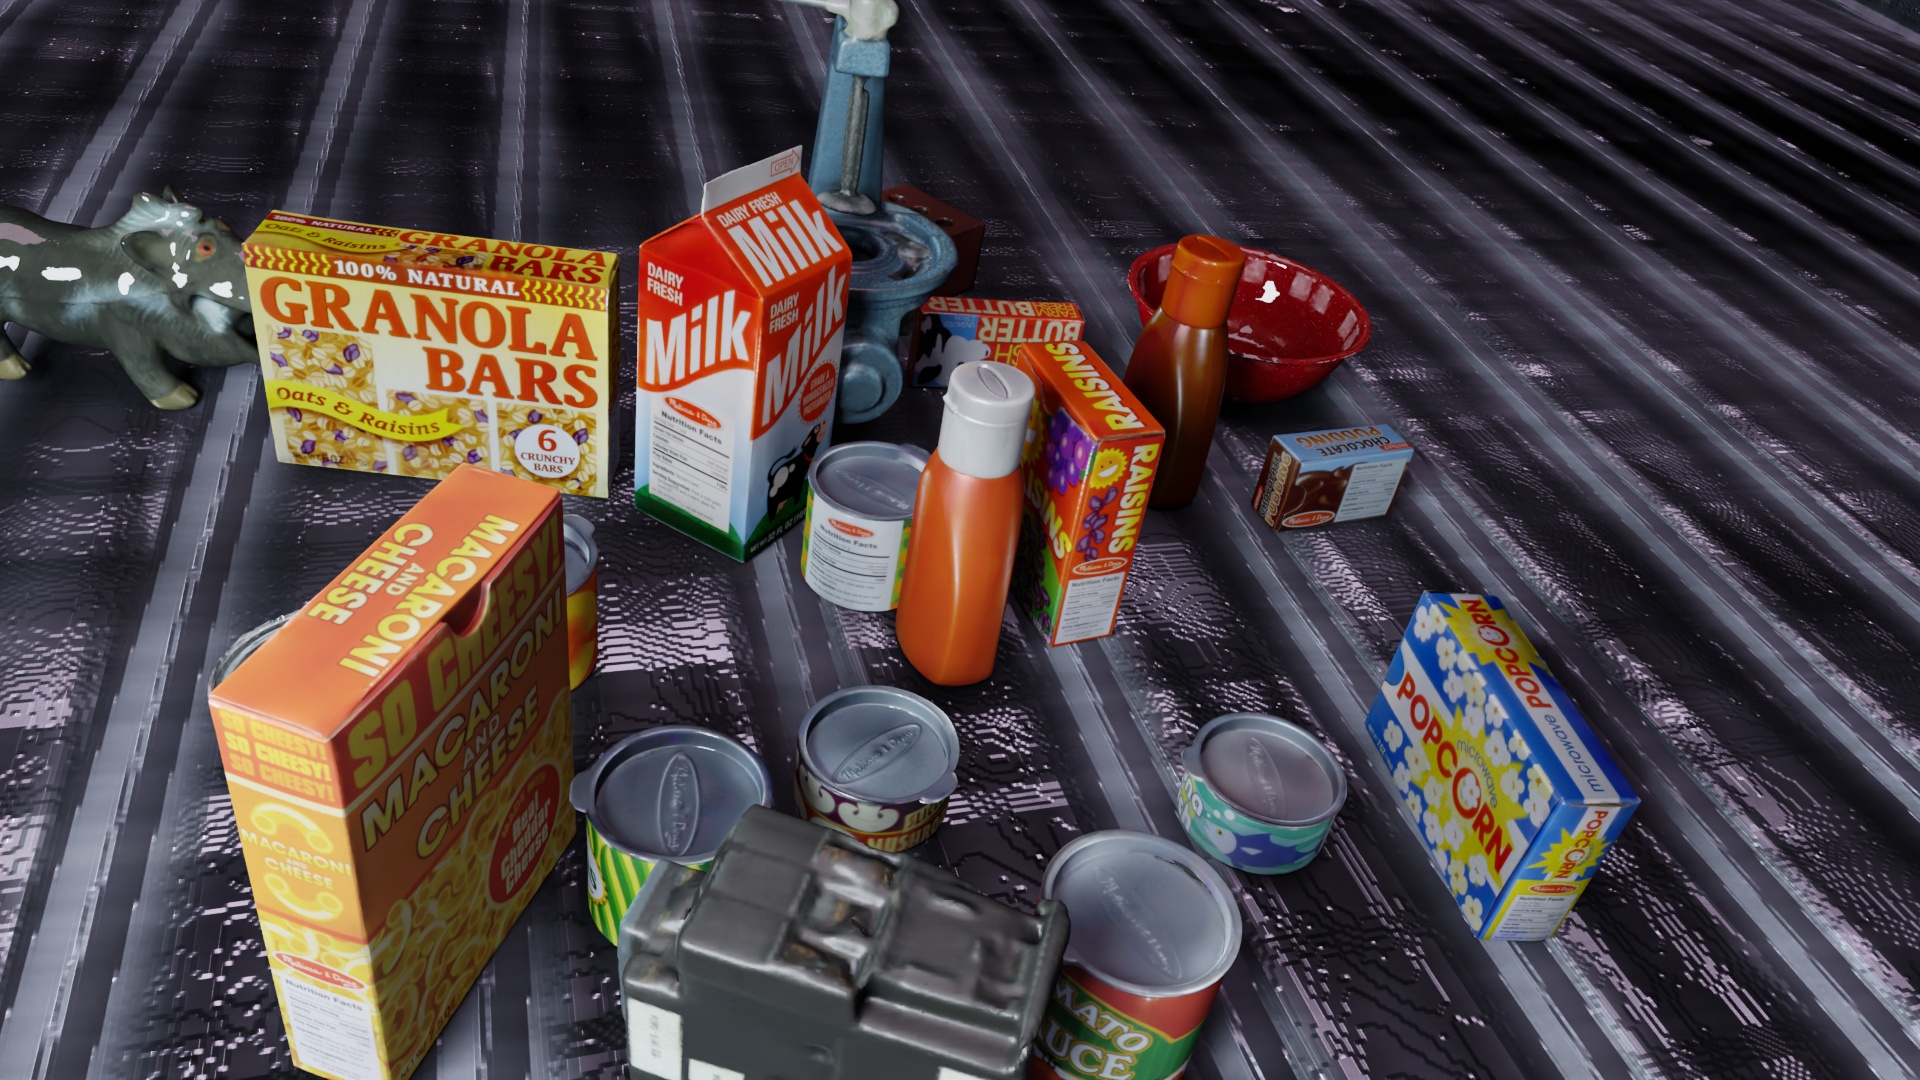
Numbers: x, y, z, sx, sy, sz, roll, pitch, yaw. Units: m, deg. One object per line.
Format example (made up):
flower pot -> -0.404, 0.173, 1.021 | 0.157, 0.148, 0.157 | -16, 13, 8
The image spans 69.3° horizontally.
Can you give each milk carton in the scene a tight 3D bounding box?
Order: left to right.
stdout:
milk carton -> -0.106, -0.093, 0.673 | 0.073, 0.189, 0.073 | 26, 39, 20

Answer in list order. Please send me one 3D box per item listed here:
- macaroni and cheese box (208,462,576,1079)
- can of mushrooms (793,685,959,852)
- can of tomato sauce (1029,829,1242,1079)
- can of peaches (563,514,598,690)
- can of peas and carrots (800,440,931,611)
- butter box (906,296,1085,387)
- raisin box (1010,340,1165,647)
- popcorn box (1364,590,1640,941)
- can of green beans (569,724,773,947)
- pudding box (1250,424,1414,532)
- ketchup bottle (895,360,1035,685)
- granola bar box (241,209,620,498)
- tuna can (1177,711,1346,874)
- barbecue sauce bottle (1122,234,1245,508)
macaroni and cheese box -> -0.171, 0.077, 0.449 | 0.040, 0.165, 0.124 | 16, 36, 7
can of mushrooms -> -0.033, 0.095, 0.571 | 0.071, 0.033, 0.071 | 7, 36, -5
can of tomato sauce -> 0.051, 0.152, 0.474 | 0.071, 0.082, 0.071 | 7, 36, -5
can of peaches -> -0.189, 0.028, 0.602 | 0.071, 0.057, 0.071 | 7, 36, -5
can of peas and carrots -> -0.043, -0.009, 0.686 | 0.071, 0.058, 0.071 | 7, 36, -5
butter box -> 0.021, -0.121, 0.858 | 0.104, 0.052, 0.024 | 0, 37, -14
raisin box -> 0.051, -0.023, 0.675 | 0.040, 0.122, 0.086 | -7, 40, -22
popcorn box -> 0.225, 0.094, 0.593 | 0.038, 0.084, 0.127 | 2, 37, -12
can of green beans -> -0.104, 0.111, 0.511 | 0.071, 0.057, 0.071 | 7, 36, -5
pudding box -> 0.213, -0.037, 0.795 | 0.084, 0.049, 0.030 | -8, 40, -23
ketchup bottle -> 0.002, -0.008, 0.621 | 0.043, 0.148, 0.065 | -6, 39, -21
granola bar box -> -0.254, -0.090, 0.688 | 0.166, 0.123, 0.039 | 6, 36, -6
tuna can -> 0.126, 0.108, 0.594 | 0.071, 0.032, 0.071 | 7, 36, -5
barbecue sauce bottle -> 0.120, -0.093, 0.765 | 0.044, 0.147, 0.065 | -10, 41, -26
